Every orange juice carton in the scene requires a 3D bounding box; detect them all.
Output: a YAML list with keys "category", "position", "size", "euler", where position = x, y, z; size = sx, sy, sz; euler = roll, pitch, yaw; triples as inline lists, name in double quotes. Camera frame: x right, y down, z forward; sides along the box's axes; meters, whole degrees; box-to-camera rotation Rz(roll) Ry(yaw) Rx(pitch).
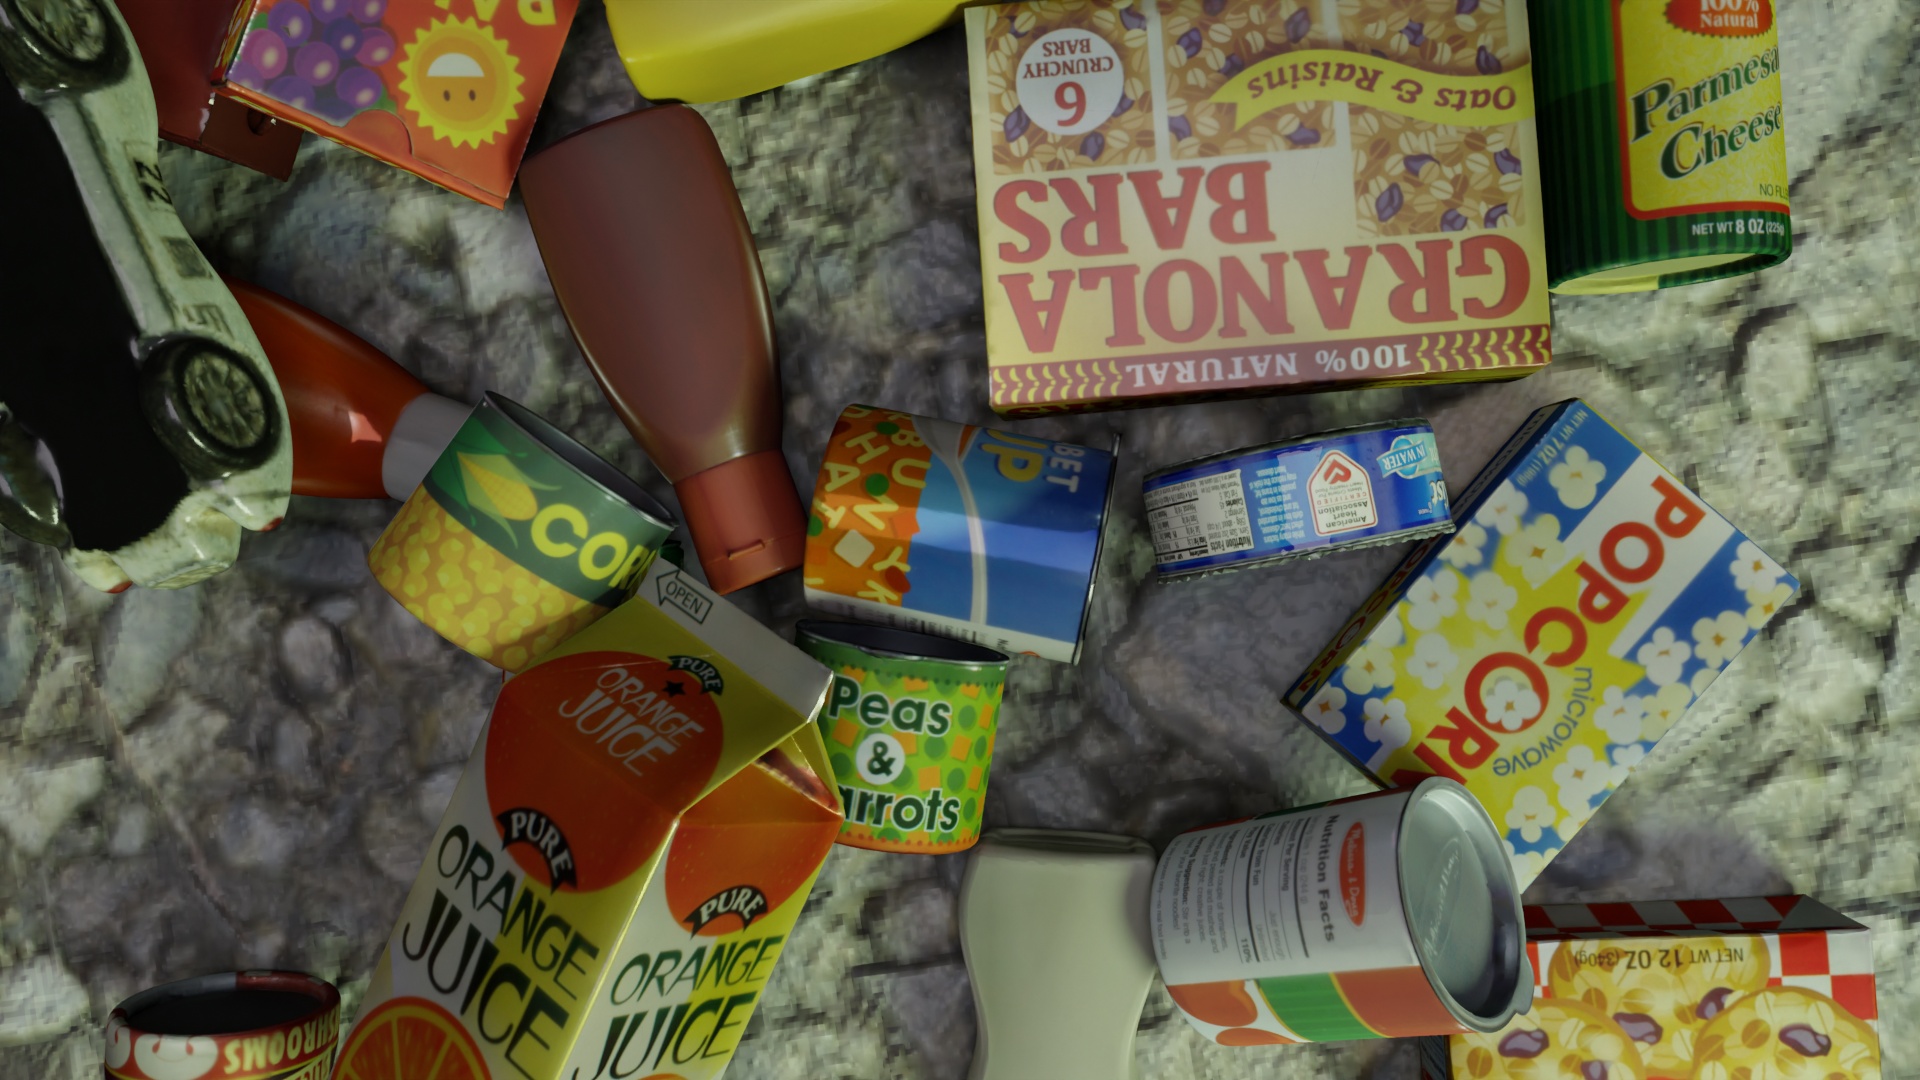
- category: "orange juice carton"
  position: [-0.098, 0.105, 0.378]
  size: [0.072, 0.073, 0.192]
  euler: [28, 96, 31]

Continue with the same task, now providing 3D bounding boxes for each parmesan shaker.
- category: "parmesan shaker"
  position: [0.206, -0.129, 0.408]
  size: [0.071, 0.071, 0.103]
  euler: [-4, 90, 4]

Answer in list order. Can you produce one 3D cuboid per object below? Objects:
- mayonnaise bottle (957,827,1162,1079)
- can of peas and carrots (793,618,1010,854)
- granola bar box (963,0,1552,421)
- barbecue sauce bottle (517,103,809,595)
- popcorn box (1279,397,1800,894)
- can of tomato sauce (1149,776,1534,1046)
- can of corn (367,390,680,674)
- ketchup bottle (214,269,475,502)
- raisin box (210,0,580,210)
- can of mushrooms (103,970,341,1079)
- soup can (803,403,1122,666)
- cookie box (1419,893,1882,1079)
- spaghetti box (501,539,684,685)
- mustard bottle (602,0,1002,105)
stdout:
- category: "mayonnaise bottle"
  position: [0.029, 0.167, 0.432]
  size: [0.065, 0.041, 0.148]
  euler: [3, 91, 5]
- category: "can of peas and carrots"
  position: [-0.022, 0.058, 0.420]
  size: [0.071, 0.071, 0.058]
  euler: [9, 91, 4]
- category: "granola bar box"
  position: [0.088, -0.105, 0.429]
  size: [0.165, 0.039, 0.124]
  euler: [-4, 89, 4]
- category: "barbecue sauce bottle"
  position: [-0.086, -0.057, 0.439]
  size: [0.065, 0.043, 0.148]
  euler: [-20, 89, 2]
- category: "popcorn box"
  position: [0.173, 0.031, 0.423]
  size: [0.085, 0.038, 0.126]
  euler: [41, 93, 3]
- category: "can of tomato sauce"
  position: [0.108, 0.109, 0.397]
  size: [0.083, 0.071, 0.071]
  euler: [-23, 88, 41]
- category: "can of corn"
  position: [-0.124, 0.001, 0.399]
  size: [0.071, 0.071, 0.058]
  euler: [36, 89, 3]
- category: "ketchup bottle"
  position: [-0.210, -0.043, 0.447]
  size: [0.149, 0.043, 0.064]
  euler: [19, 94, 4]
- category: "raisin box"
  position: [-0.163, -0.177, 0.426]
  size: [0.086, 0.040, 0.123]
  euler: [20, 92, -38]
- category: "can of mushrooms"
  position: [-0.229, 0.161, 0.436]
  size: [0.071, 0.071, 0.033]
  euler: [3, 89, 4]
- category: "soup can"
  position: [0.002, -0.005, 0.421]
  size: [0.084, 0.071, 0.071]
  euler: [11, 91, 4]
- category: "cookie box"
  position: [0.207, 0.197, 0.418]
  size: [0.123, 0.040, 0.167]
  euler: [-3, 90, 4]
- category: "spaghetti box"
  position: [-0.125, 0.122, 0.448]
  size: [0.050, 0.028, 0.250]
  euler: [4, 90, 5]
- category: "mustard bottle"
  position: [-0.028, -0.178, 0.428]
  size: [0.160, 0.065, 0.048]
  euler: [-17, 93, -2]
